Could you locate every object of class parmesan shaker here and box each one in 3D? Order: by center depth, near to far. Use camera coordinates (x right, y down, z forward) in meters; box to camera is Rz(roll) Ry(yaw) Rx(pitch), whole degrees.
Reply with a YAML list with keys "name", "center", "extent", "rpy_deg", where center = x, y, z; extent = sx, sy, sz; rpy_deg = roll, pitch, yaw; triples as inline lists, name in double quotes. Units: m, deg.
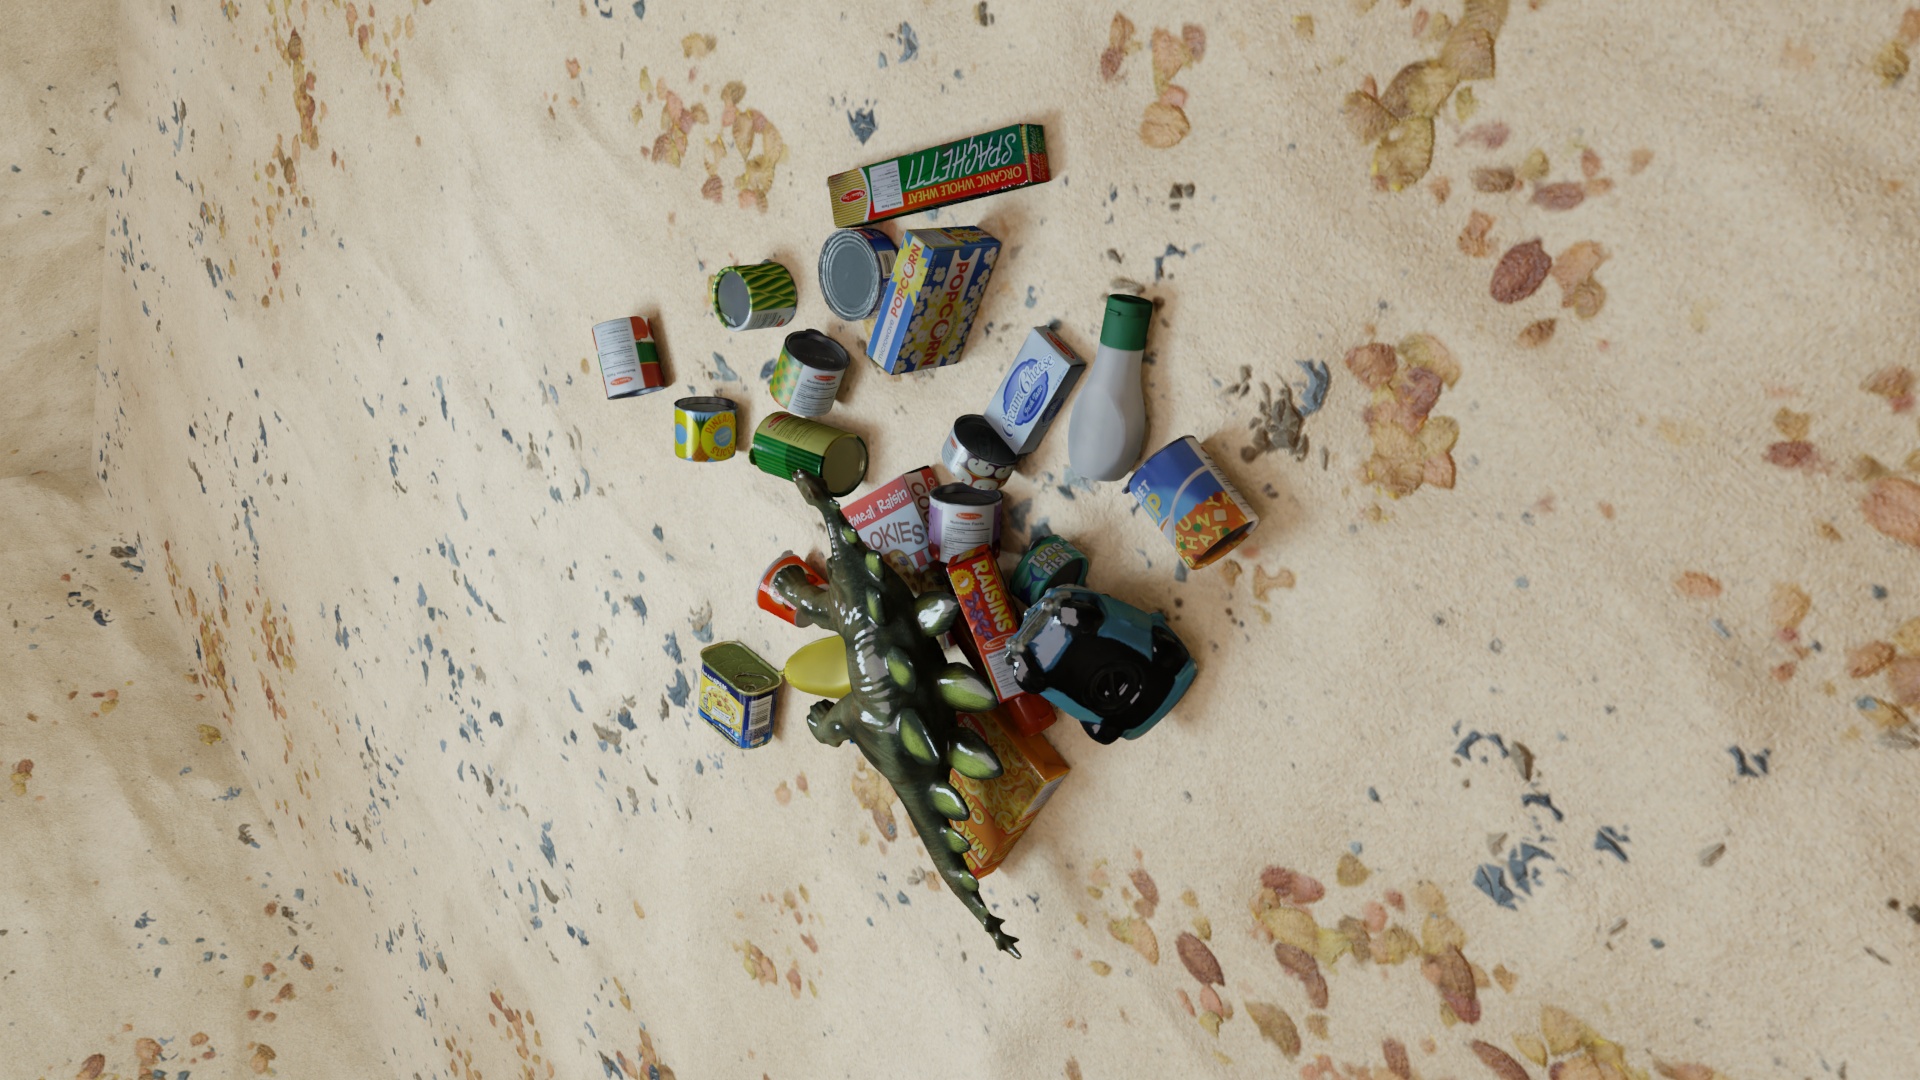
- name: "parmesan shaker"
  center: [-0.151, -0.084, 1.380]
  extent: [0.103, 0.071, 0.071]
  rpy_deg: [21, 115, 39]

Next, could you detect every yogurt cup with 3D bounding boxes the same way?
- name: "yogurt cup"
  center: [-0.172, 0.055, 1.445]
  extent: [0.054, 0.073, 0.072]
  rpy_deg: [33, 123, 25]

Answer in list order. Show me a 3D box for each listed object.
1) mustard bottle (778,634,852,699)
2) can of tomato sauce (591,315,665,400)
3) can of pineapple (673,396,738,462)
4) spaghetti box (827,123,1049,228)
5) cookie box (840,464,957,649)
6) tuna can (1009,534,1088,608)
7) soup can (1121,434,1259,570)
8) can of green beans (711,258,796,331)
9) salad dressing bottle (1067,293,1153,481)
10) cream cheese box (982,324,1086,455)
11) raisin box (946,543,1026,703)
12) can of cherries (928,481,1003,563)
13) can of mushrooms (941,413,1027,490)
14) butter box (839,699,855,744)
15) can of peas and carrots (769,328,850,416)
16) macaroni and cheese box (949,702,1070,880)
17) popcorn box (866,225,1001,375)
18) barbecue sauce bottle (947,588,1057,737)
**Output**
- name: "mustard bottle"
  center: [-0.139, 0.132, 1.438]
  extent: [0.160, 0.049, 0.065]
  rpy_deg: [-9, 63, 49]
- name: "can of tomato sauce"
  center: [-0.376, -0.206, 1.573]
  extent: [0.071, 0.071, 0.083]
  rpy_deg: [-10, 94, 46]
- name: "can of pineapple"
  center: [-0.273, -0.120, 1.494]
  extent: [0.071, 0.071, 0.057]
  rpy_deg: [21, 116, 40]
- name: "spaghetti box"
  center: [-0.024, -0.317, 1.219]
  extent: [0.250, 0.029, 0.050]
  rpy_deg: [0, 102, 45]
- name: "cookie box"
  center: [-0.048, 0.028, 1.331]
  extent: [0.122, 0.040, 0.167]
  rpy_deg: [-26, 84, 46]
- name: "tuna can"
  center: [0.077, 0.029, 1.188]
  extent: [0.033, 0.071, 0.070]
  rpy_deg: [39, 126, 29]
- name: "soup can"
  center: [0.177, -0.027, 1.072]
  extent: [0.084, 0.071, 0.071]
  rpy_deg: [55, 133, 18]
- name: "can of green beans"
  center: [-0.208, -0.246, 1.400]
  extent: [0.071, 0.058, 0.071]
  rpy_deg: [14, 111, 42]
- name: "salad dressing bottle"
  center: [0.124, -0.123, 1.118]
  extent: [0.064, 0.044, 0.147]
  rpy_deg: [28, 119, 39]
- name: "cream cheese box"
  center: [0.062, -0.128, 1.190]
  extent: [0.053, 0.024, 0.103]
  rpy_deg: [50, 131, 25]
- name: "raisin box"
  center: [0.029, 0.068, 1.182]
  extent: [0.040, 0.086, 0.123]
  rpy_deg: [-22, 93, 5]
- name: "can of cherries"
  center: [0.004, -0.016, 1.251]
  extent: [0.071, 0.072, 0.058]
  rpy_deg: [19, 115, 40]
- name: "can of mushrooms"
  center: [0.021, -0.077, 1.218]
  extent: [0.071, 0.071, 0.033]
  rpy_deg: [48, 130, 24]
- name: "butter box"
  center: [-0.079, 0.178, 1.414]
  extent: [0.103, 0.024, 0.053]
  rpy_deg: [-12, 93, 46]
- name: "can of peas and carrots"
  center: [-0.149, -0.164, 1.360]
  extent: [0.071, 0.071, 0.058]
  rpy_deg: [45, 129, 26]
- name: "macaroni and cheese box"
  center: [0.019, 0.227, 1.320]
  extent: [0.124, 0.040, 0.165]
  rpy_deg: [49, 130, 25]
- name: "popcorn box"
  center: [-0.024, -0.209, 1.209]
  extent: [0.038, 0.085, 0.126]
  rpy_deg: [43, 128, 29]
- name: "barbecue sauce bottle"
  center: [0.038, 0.104, 1.254]
  extent: [0.148, 0.065, 0.043]
  rpy_deg: [62, 152, 0]
